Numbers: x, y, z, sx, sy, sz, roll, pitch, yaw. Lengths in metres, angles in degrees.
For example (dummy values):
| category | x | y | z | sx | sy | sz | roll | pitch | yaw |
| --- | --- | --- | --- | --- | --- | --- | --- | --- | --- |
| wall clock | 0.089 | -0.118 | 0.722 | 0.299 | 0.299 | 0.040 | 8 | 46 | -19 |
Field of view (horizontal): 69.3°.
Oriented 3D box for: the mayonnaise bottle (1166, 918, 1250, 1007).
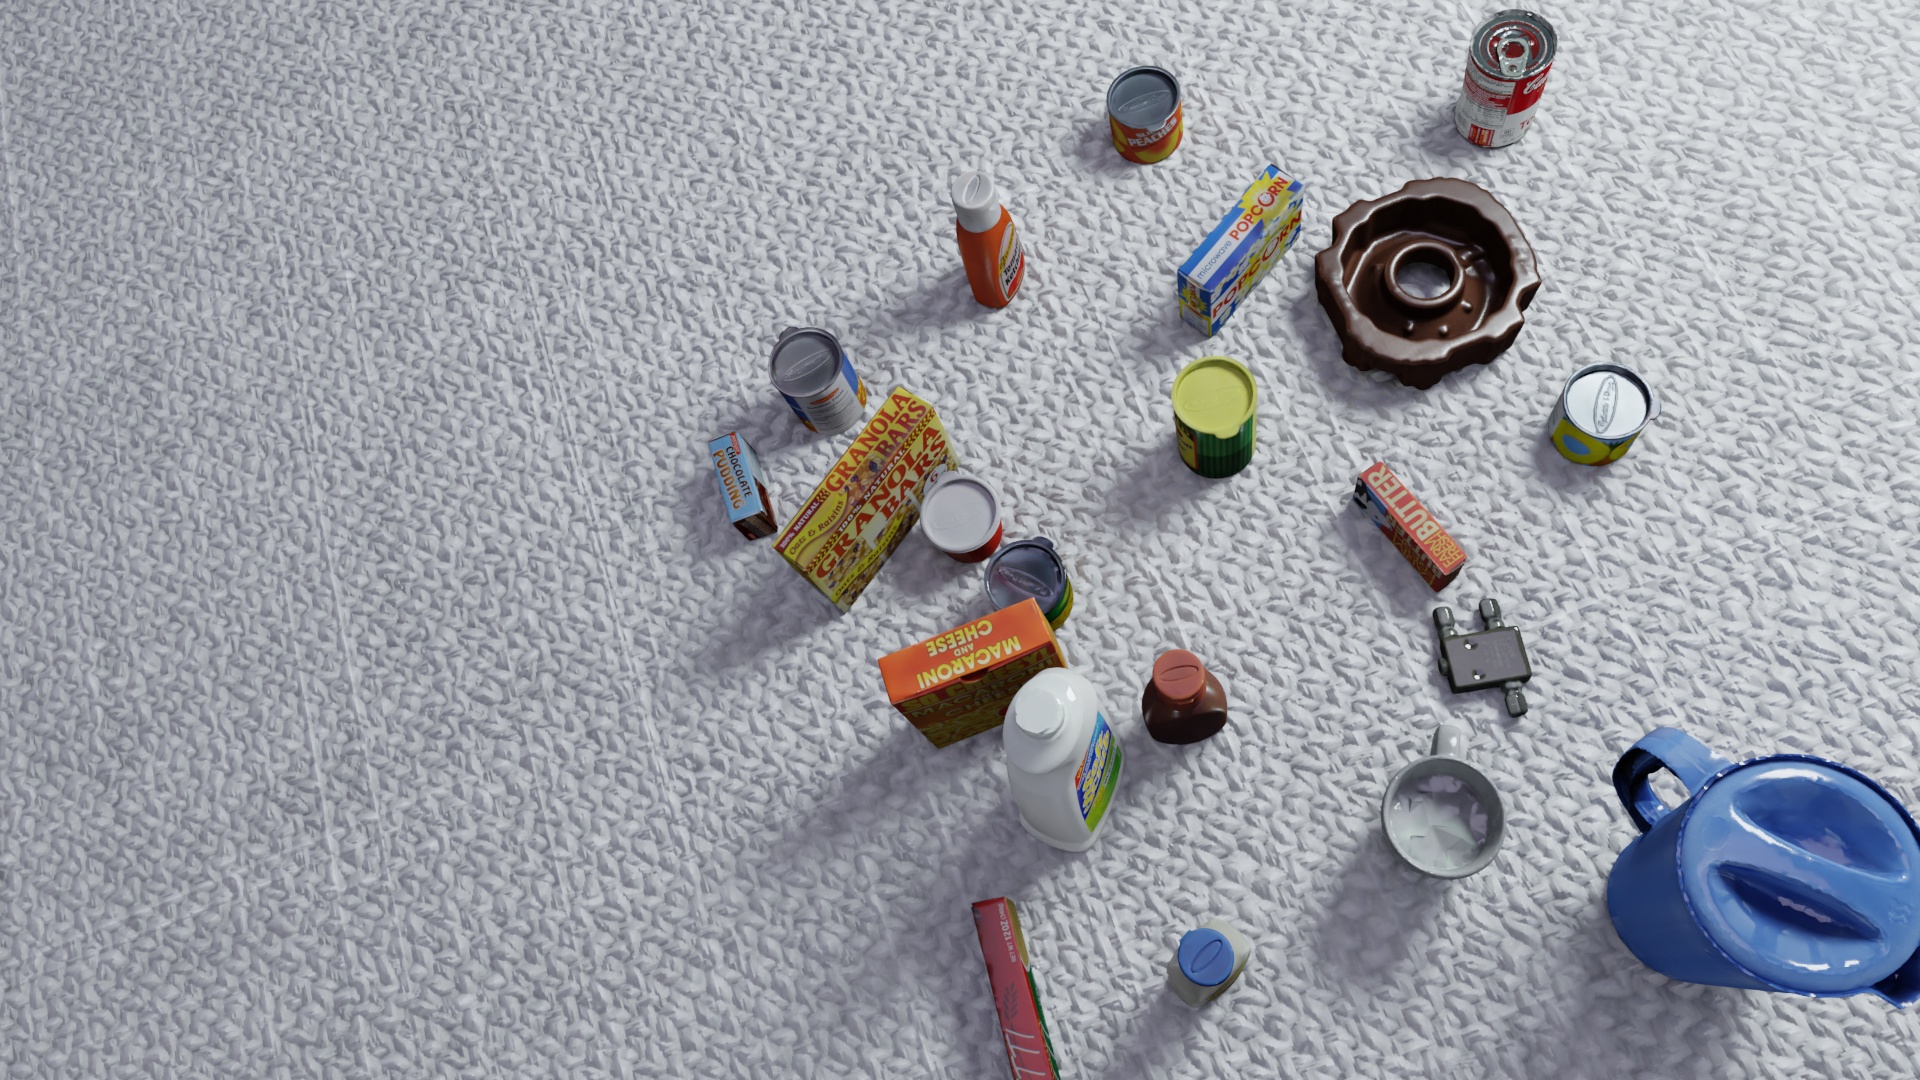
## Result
| category | x | y | z | sx | sy | sz | roll | pitch | yaw |
| --- | --- | --- | --- | --- | --- | --- | --- | --- | --- |
| mayonnaise bottle | 0.172 | 0.292 | 0.963 | 0.065 | 0.147 | 0.041 | -45 | 69 | -6 |

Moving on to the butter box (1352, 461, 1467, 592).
| category | x | y | z | sx | sy | sz | roll | pitch | yaw |
| --- | --- | --- | --- | --- | --- | --- | --- | --- | --- |
| butter box | 0.351 | -0.011 | 1.087 | 0.024 | 0.053 | 0.104 | -35 | 68 | -2 |

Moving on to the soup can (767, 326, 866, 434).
| category | x | y | z | sx | sy | sz | roll | pitch | yaw |
| --- | --- | --- | --- | --- | --- | --- | --- | --- | --- |
| soup can | -0.124 | -0.140 | 1.210 | 0.071 | 0.083 | 0.071 | -4 | 70 | 10 |

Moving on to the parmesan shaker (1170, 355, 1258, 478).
| category | x | y | z | sx | sy | sz | roll | pitch | yaw |
| --- | --- | --- | --- | --- | --- | --- | --- | --- | --- |
| parmesan shaker | 0.206 | -0.094 | 1.118 | 0.071 | 0.103 | 0.071 | -4 | 71 | 10 |

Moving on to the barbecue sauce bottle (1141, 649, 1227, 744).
| category | x | y | z | sx | sy | sz | roll | pitch | yaw |
| --- | --- | --- | --- | --- | --- | --- | --- | --- | --- |
| barbecue sauce bottle | 0.164 | 0.116 | 1.027 | 0.065 | 0.148 | 0.044 | -13 | 69 | 7 |

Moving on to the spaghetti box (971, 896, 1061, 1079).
| category | x | y | z | sx | sy | sz | roll | pitch | yaw |
| --- | --- | --- | --- | --- | --- | --- | --- | --- | --- |
| spaghetti box | 0.054 | 0.385 | 1.006 | 0.029 | 0.050 | 0.251 | -17 | 68 | 5 |

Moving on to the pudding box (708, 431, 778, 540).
| category | x | y | z | sx | sy | sz | roll | pitch | yaw |
| --- | --- | --- | --- | --- | --- | --- | --- | --- | --- |
| pudding box | -0.189 | -0.047 | 1.208 | 0.030 | 0.049 | 0.084 | -21 | 68 | 3 |

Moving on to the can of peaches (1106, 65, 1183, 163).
| category | x | y | z | sx | sy | sz | roll | pitch | yaw |
| --- | --- | --- | --- | --- | --- | --- | --- | --- | --- |
| can of peaches | 0.167 | -0.381 | 1.252 | 0.071 | 0.058 | 0.071 | -4 | 70 | 10 |

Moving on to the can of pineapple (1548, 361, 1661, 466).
| category | x | y | z | sx | sy | sz | roll | pitch | yaw |
| --- | --- | --- | --- | --- | --- | --- | --- | --- | --- |
| can of pineapple | 0.501 | -0.097 | 1.085 | 0.071 | 0.057 | 0.071 | -4 | 70 | 10 |

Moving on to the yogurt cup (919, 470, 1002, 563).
| category | x | y | z | sx | sy | sz | roll | pitch | yaw |
| --- | --- | --- | --- | --- | --- | --- | --- | --- | --- |
| yogurt cup | 0.004 | -0.014 | 1.156 | 0.072 | 0.054 | 0.072 | -4 | 70 | 10 |

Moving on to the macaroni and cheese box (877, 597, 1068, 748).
| category | x | y | z | sx | sy | sz | roll | pitch | yaw |
| --- | --- | --- | --- | --- | --- | --- | --- | --- | --- |
| macaroni and cheese box | 0.018 | 0.105 | 1.050 | 0.124 | 0.166 | 0.040 | -22 | 69 | 3 |

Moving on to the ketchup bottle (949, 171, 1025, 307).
| category | x | y | z | sx | sy | sz | roll | pitch | yaw |
| --- | --- | --- | --- | --- | --- | --- | --- | --- | --- |
| ketchup bottle | 0.022 | -0.260 | 1.189 | 0.043 | 0.148 | 0.065 | 15 | 75 | 16 |

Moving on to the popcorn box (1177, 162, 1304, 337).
| category | x | y | z | sx | sy | sz | roll | pitch | yaw |
| --- | --- | --- | --- | --- | --- | --- | --- | --- | --- |
| popcorn box | 0.236 | -0.243 | 1.175 | 0.038 | 0.085 | 0.127 | 38 | 82 | 20 |

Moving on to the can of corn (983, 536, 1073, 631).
| category | x | y | z | sx | sy | sz | roll | pitch | yaw |
| --- | --- | --- | --- | --- | --- | --- | --- | --- | --- |
| can of corn | 0.057 | 0.038 | 1.125 | 0.071 | 0.058 | 0.071 | -4 | 70 | 10 |

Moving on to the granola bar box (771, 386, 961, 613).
| category | x | y | z | sx | sy | sz | roll | pitch | yaw |
| --- | --- | --- | --- | --- | --- | --- | --- | --- | --- |
| granola bar box | -0.074 | -0.032 | 1.139 | 0.039 | 0.124 | 0.166 | 34 | 80 | 20 |
